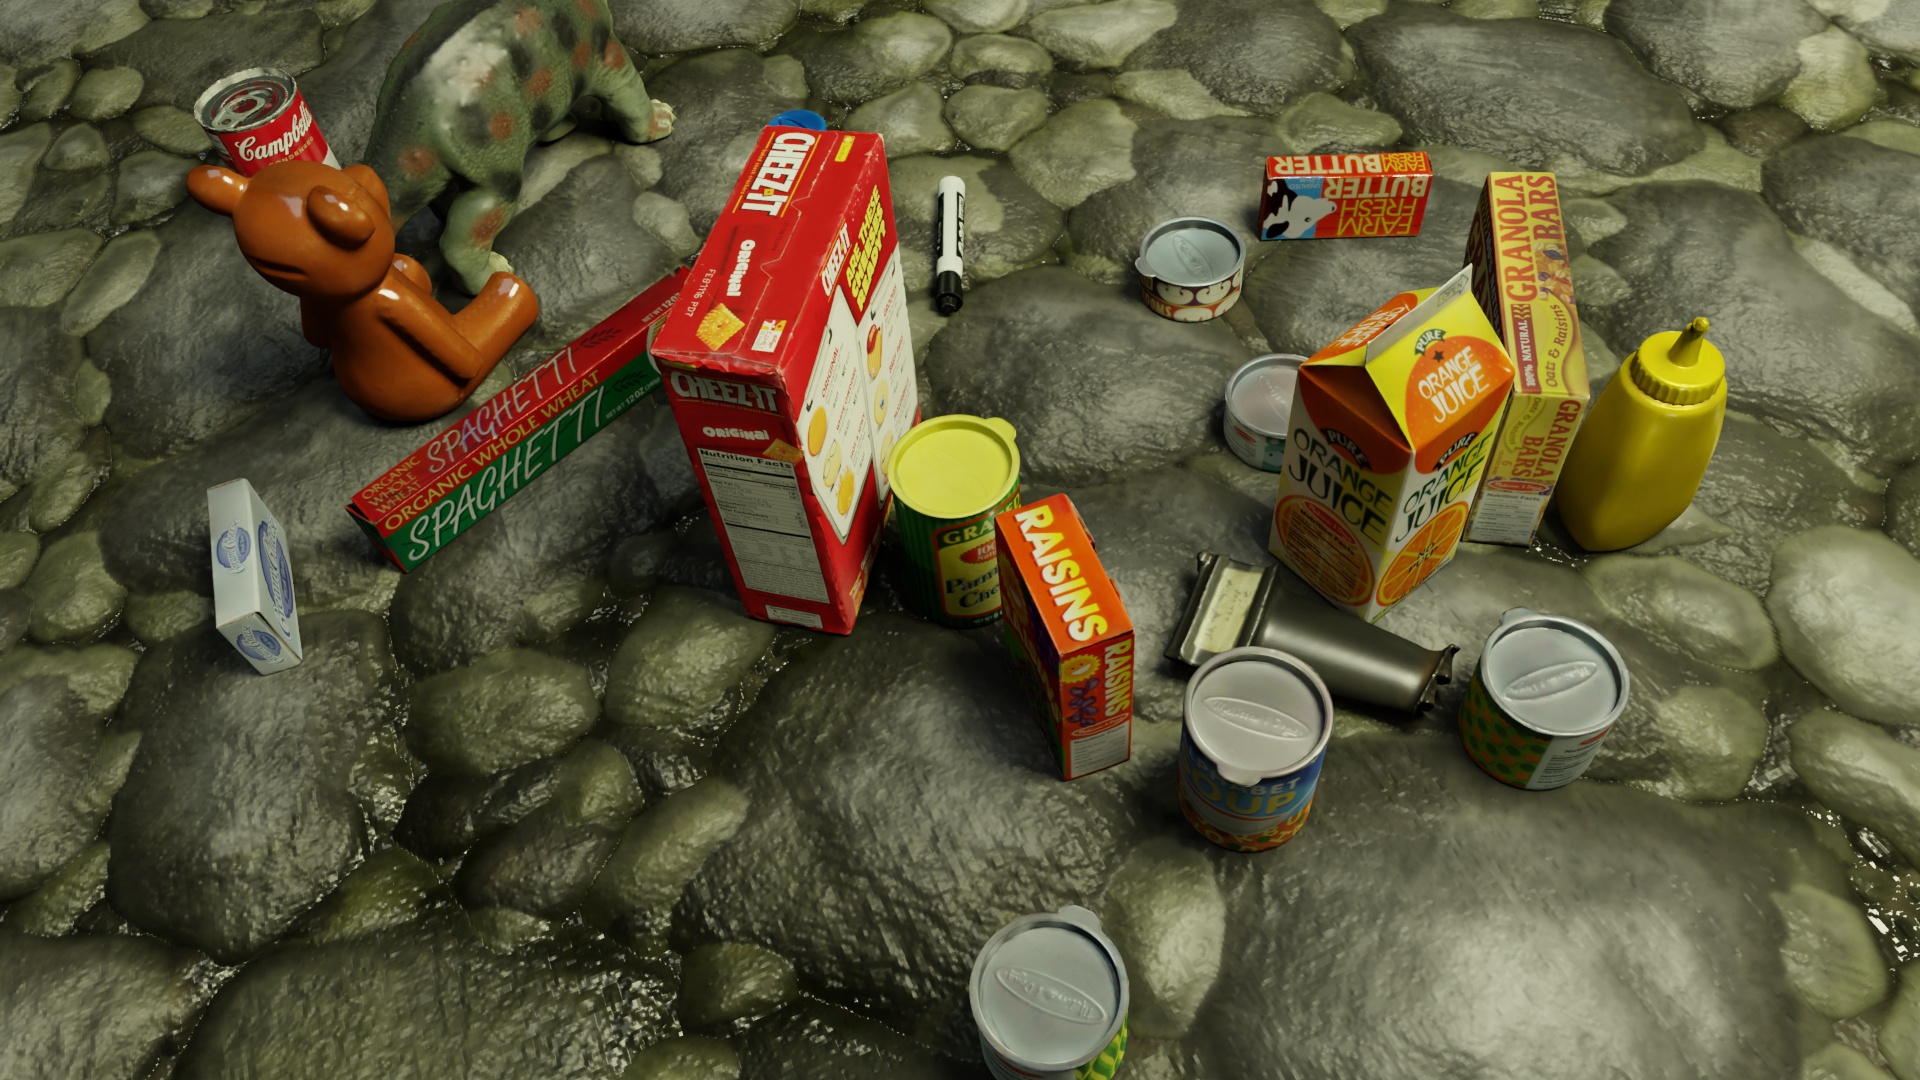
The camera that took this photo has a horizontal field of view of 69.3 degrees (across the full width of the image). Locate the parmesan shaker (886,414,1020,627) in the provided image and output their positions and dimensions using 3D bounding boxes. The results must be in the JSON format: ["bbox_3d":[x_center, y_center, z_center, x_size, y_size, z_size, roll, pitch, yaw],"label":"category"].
[{"bbox_3d":[0.003,-0.009,0.731,0.071,0.102,0.071,-3,53,4],"label":"parmesan shaker"}]

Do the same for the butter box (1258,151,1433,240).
[{"bbox_3d":[0.247,-0.222,0.897,0.103,0.053,0.024,-1,53,5],"label":"butter box"}]

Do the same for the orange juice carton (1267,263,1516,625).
[{"bbox_3d":[0.210,-0.048,0.684,0.072,0.191,0.073,-34,58,-18],"label":"orange juice carton"}]

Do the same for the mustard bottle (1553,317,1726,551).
[{"bbox_3d":[0.348,-0.058,0.698,0.065,0.159,0.049,-16,54,-6],"label":"mustard bottle"}]

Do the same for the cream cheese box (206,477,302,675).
[{"bbox_3d":[-0.397,0.020,0.780,0.024,0.053,0.104,-20,54,-9],"label":"cream cheese box"}]

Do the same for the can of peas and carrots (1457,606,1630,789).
[{"bbox_3d":[0.277,0.076,0.668,0.071,0.058,0.071,-3,53,4],"label":"can of peas and carrots"}]

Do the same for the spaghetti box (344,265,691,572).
[{"bbox_3d":[-0.249,-0.076,0.839,0.029,0.050,0.251,35,64,27],"label":"spaghetti box"}]

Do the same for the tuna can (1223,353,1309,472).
[{"bbox_3d":[0.188,-0.075,0.806,0.071,0.032,0.071,-3,53,4],"label":"tuna can"}]

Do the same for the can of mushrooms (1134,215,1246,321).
[{"bbox_3d":[0.144,-0.172,0.882,0.071,0.033,0.071,-3,53,4],"label":"can of mushrooms"}]

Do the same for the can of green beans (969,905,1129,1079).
[{"bbox_3d":[0.039,0.202,0.597,0.071,0.057,0.071,-3,53,4],"label":"can of green beans"}]

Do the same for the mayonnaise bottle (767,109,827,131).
[{"bbox_3d":[-0.088,-0.191,0.848,0.041,0.147,0.065,-40,60,-22],"label":"mayonnaise bottle"}]

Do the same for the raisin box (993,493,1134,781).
[{"bbox_3d":[0.051,0.049,0.670,0.040,0.122,0.086,-18,54,-7],"label":"raisin box"}]

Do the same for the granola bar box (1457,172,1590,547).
[{"bbox_3d":[0.297,-0.099,0.756,0.039,0.123,0.166,4,54,9],"label":"granola bar box"}]

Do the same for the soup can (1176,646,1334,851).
[{"bbox_3d":[0.134,0.101,0.648,0.071,0.083,0.072,-3,53,4],"label":"soup can"}]
